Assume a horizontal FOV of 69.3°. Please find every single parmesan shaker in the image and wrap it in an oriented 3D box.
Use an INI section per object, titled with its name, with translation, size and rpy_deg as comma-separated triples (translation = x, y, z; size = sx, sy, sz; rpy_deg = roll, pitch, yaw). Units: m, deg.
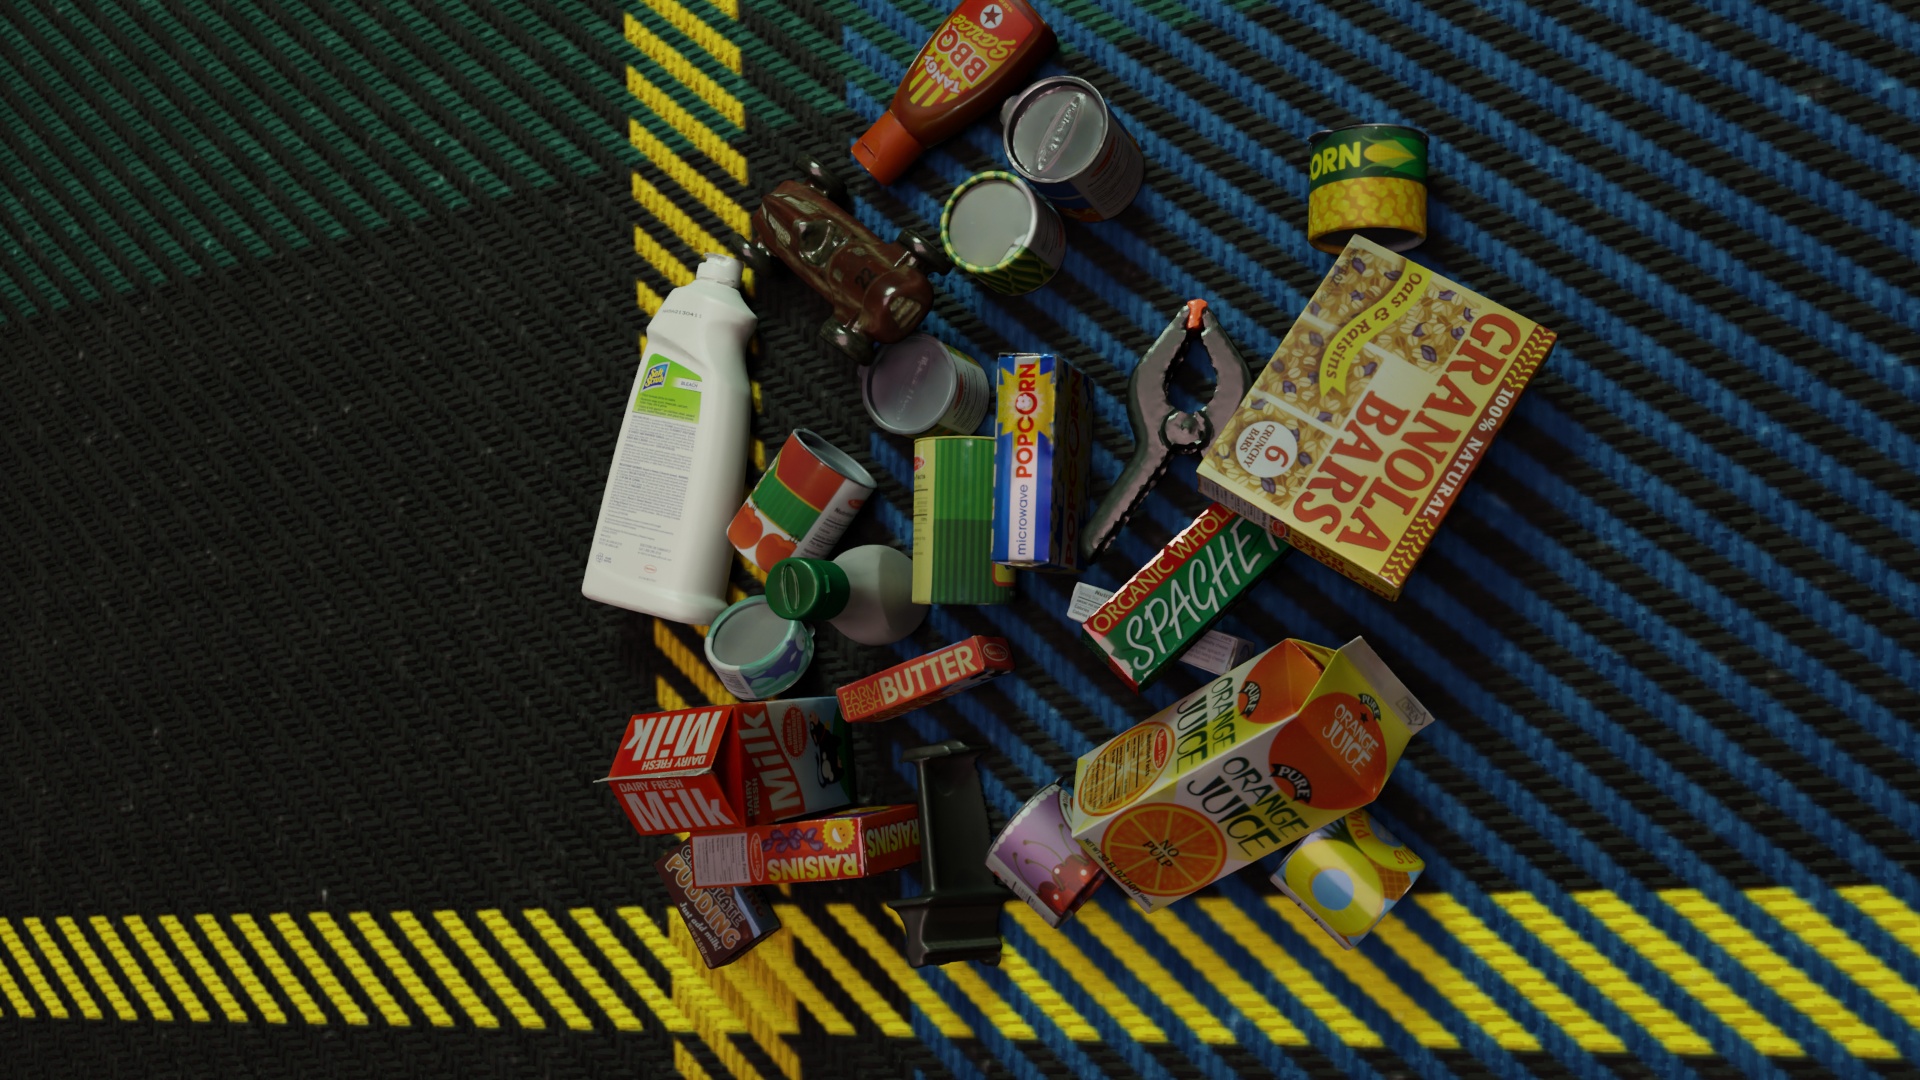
[parmesan shaker]
translation = 0.003, -0.011, 0.875
size = 0.071, 0.071, 0.103
rpy_deg = 0, 88, 22

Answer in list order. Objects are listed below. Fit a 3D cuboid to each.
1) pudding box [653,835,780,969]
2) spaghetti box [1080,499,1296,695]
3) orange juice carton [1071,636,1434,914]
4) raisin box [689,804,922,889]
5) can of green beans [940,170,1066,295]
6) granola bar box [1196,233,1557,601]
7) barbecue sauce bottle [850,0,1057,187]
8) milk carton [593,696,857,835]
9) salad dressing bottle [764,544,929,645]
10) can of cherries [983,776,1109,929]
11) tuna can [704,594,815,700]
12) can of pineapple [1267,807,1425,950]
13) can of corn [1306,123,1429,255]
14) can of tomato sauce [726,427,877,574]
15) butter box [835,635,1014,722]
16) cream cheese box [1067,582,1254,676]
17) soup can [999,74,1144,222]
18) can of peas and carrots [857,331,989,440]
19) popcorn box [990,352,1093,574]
[pudding box]
translation = -0.164, 0.239, 0.938
size = 0.049, 0.030, 0.084
rpy_deg = -37, 73, 14
[spaghetti box]
translation = 0.174, -0.014, 0.788
size = 0.250, 0.028, 0.050
rpy_deg = -42, 70, -4
[orange juice carton]
translation = 0.158, 0.122, 0.767
size = 0.192, 0.073, 0.071
rpy_deg = -35, 110, 24
[raisin box]
translation = -0.097, 0.195, 0.885
size = 0.123, 0.086, 0.040
rpy_deg = -9, 81, 21
[can of green beans]
translation = 0.027, -0.195, 0.885
size = 0.071, 0.058, 0.071
rpy_deg = -2, 85, 22
[granola bar box]
translation = 0.225, -0.068, 0.758
size = 0.124, 0.039, 0.166
rpy_deg = 32, 81, 18
[barbecue sauce bottle]
translation = -0.009, -0.298, 0.917
size = 0.148, 0.044, 0.065
rpy_deg = -43, 73, 14
[milk carton]
translation = -0.138, 0.137, 0.850
size = 0.072, 0.190, 0.073
rpy_deg = -9, 83, 22
[salad dressing bottle]
translation = -0.068, 0.032, 0.854
size = 0.044, 0.148, 0.064
rpy_deg = -10, 82, 22
[can of cherries]
translation = 0.059, 0.187, 0.833
size = 0.058, 0.071, 0.071
rpy_deg = 40, 101, 20
[tuna can]
translation = -0.132, 0.069, 0.923
size = 0.071, 0.032, 0.071
rpy_deg = -12, 44, 12
[can of pineapple]
translation = 0.215, 0.182, 0.769
size = 0.058, 0.071, 0.071
rpy_deg = 42, 101, 19
[can of corn]
translation = 0.231, -0.200, 0.796
size = 0.071, 0.071, 0.058
rpy_deg = 1, 86, 22
[can of tomato sauce]
translation = -0.107, -0.023, 0.919
size = 0.071, 0.071, 0.083
rpy_deg = 40, 101, 20
[butter box]
translation = -0.022, 0.089, 0.882
size = 0.103, 0.053, 0.024
rpy_deg = -23, 76, 19
[cream cheese box]
translation = 0.119, 0.054, 0.827
size = 0.104, 0.053, 0.024
rpy_deg = 20, 91, 22
[soup can]
translation = 0.069, -0.241, 0.858
size = 0.071, 0.084, 0.071
rpy_deg = -2, 84, 22
[can of peas and carrots]
translation = -0.024, -0.097, 0.896
size = 0.071, 0.059, 0.071
rpy_deg = -2, 84, 23
[popcorn box]
translation = 0.051, -0.044, 0.846
size = 0.038, 0.085, 0.126
rpy_deg = 0, 85, 21
